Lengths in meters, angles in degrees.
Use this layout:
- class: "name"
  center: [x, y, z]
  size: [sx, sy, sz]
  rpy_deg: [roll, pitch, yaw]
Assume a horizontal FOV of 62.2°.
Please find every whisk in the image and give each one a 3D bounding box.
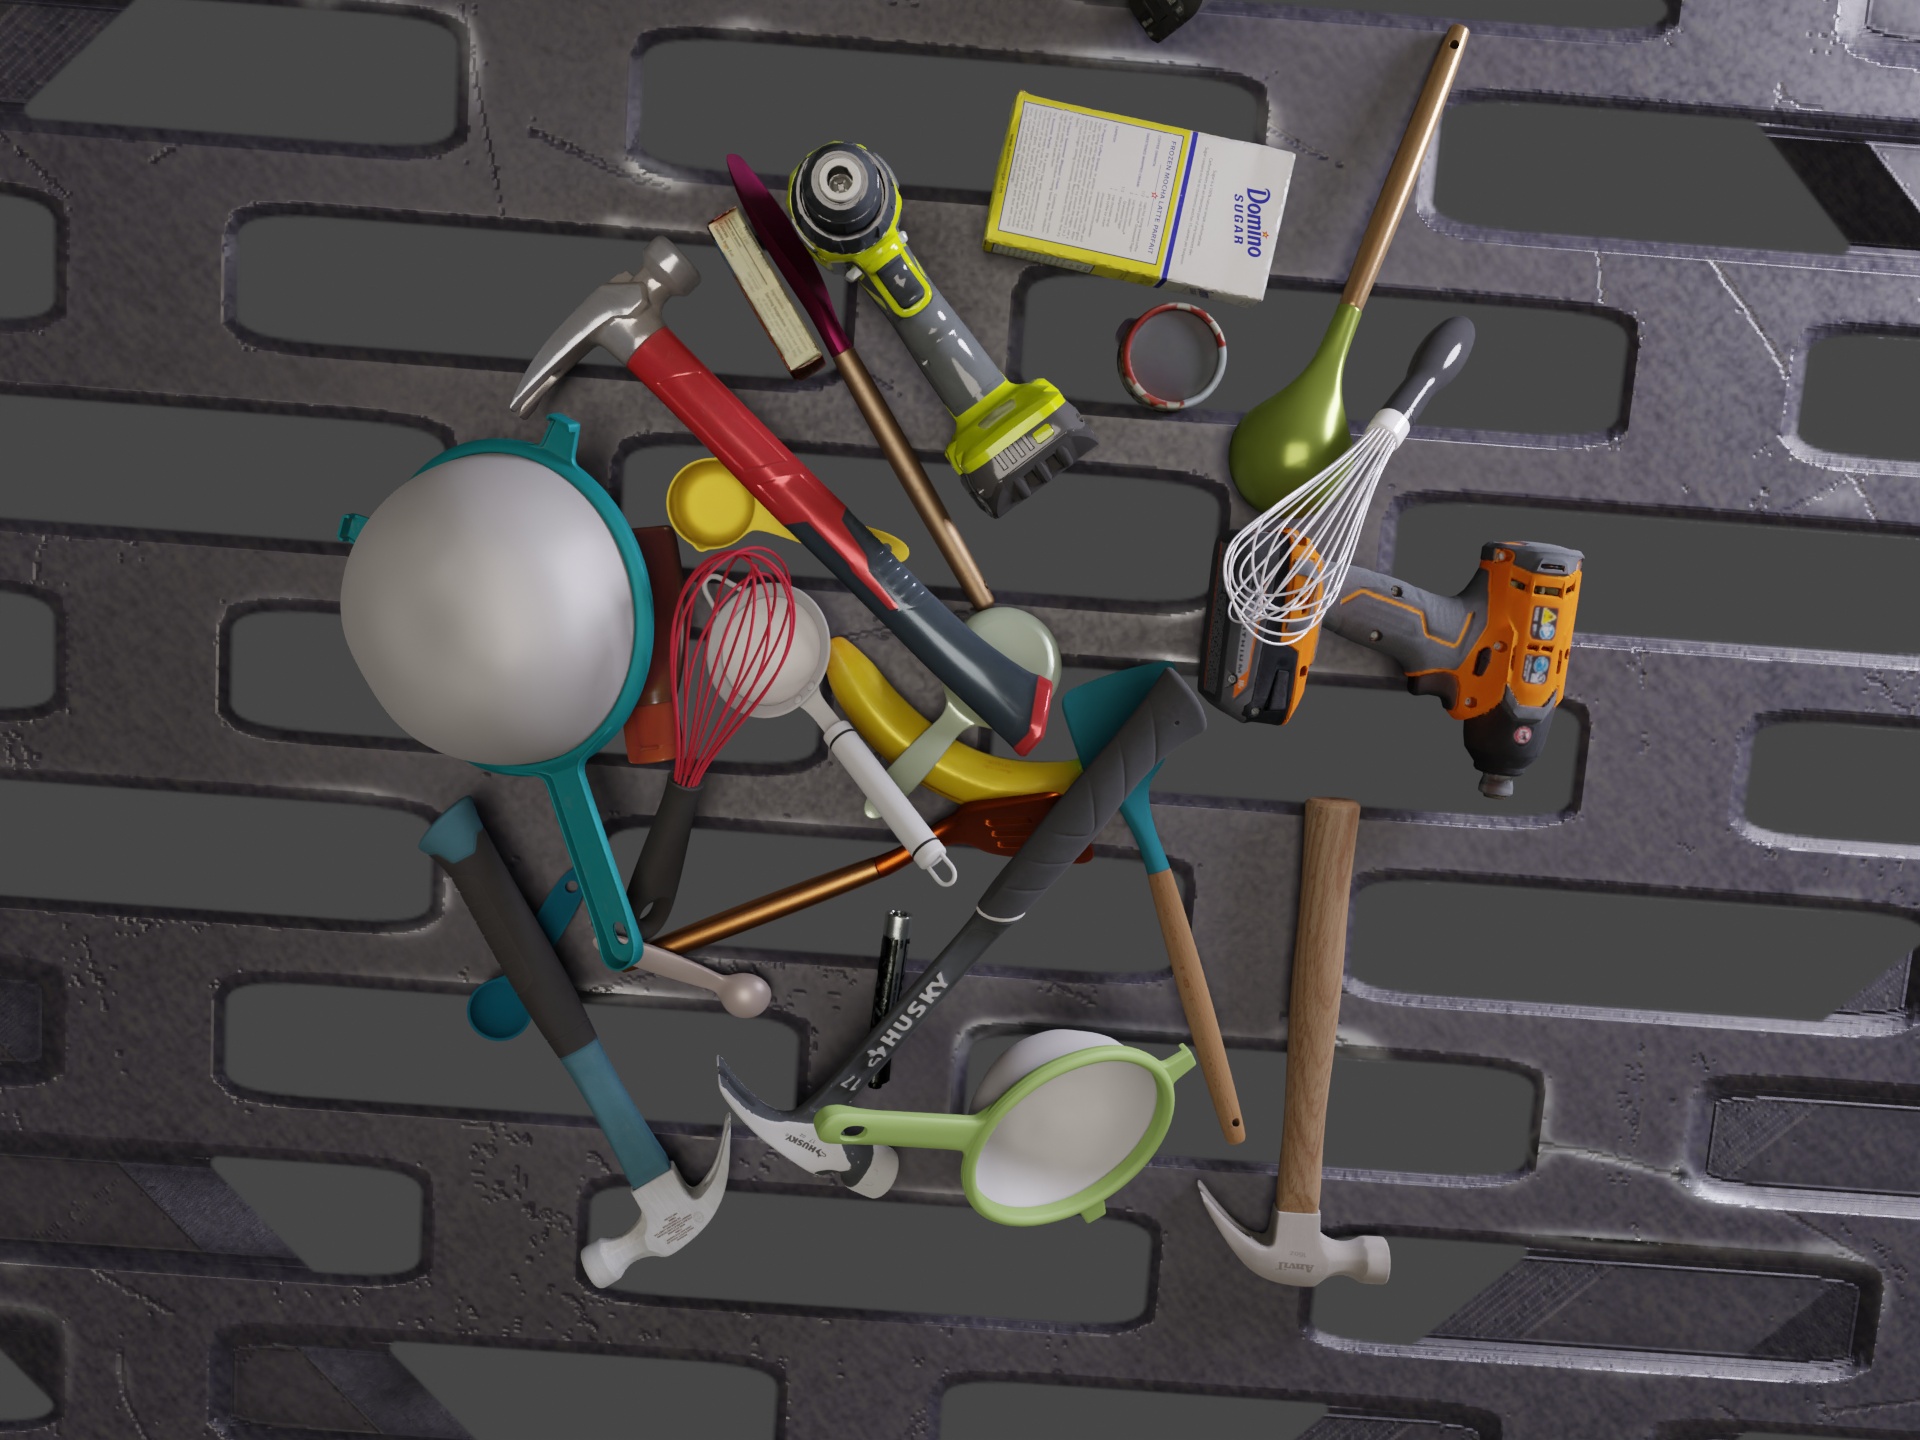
- class: "whisk"
  center: [0.240, -0.151, 0.947]
  size: [0.070, 0.070, 0.285]
  rpy_deg: [42, 64, -5]
- class: "whisk"
  center: [-0.166, 0.021, 0.987]
  size: [0.073, 0.073, 0.295]
  rpy_deg: [20, 117, -3]

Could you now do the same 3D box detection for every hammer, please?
- class: "hammer"
  center: [0.231, 0.215, 1.058]
  size: [0.130, 0.031, 0.331]
  rpy_deg: [3, 97, -1]
- class: "hammer"
  center: [-0.099, -0.113, 0.972]
  size: [0.143, 0.038, 0.386]
  rpy_deg: [-45, 87, 0]
- class: "hammer"
  center: [0.008, 0.129, 0.992]
  size: [0.149, 0.036, 0.409]
  rpy_deg: [33, 105, -25]
- class: "hammer"
  center: [-0.258, 0.202, 1.038]
  size: [0.128, 0.033, 0.331]
  rpy_deg: [-28, 99, -6]

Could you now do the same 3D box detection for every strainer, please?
- class: "strainer"
  center: [0.015, 0.243, 1.007]
  size: [0.256, 0.069, 0.151]
  rpy_deg: [12, 116, -31]
- class: "strainer"
  center: [-0.276, -0.002, 0.955]
  size: [0.211, 0.095, 0.340]
  rpy_deg: [-19, 91, 24]
- class: "strainer"
  center: [-0.079, 0.005, 0.987]
  size: [0.087, 0.050, 0.259]
  rpy_deg: [-44, 66, 11]

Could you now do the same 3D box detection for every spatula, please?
- class: "spatula"
  center: [0.138, 0.123, 1.028]
  size: [0.082, 0.044, 0.317]
  rpy_deg: [-17, 91, -18]
- class: "spatula"
  center: [-0.075, 0.111, 1.036]
  size: [0.322, 0.041, 0.080]
  rpy_deg: [-21, 138, 6]

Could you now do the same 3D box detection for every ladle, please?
- class: "ladle"
  center: [0.252, -0.279, 0.995]
  size: [0.078, 0.062, 0.320]
  rpy_deg: [21, 90, 6]

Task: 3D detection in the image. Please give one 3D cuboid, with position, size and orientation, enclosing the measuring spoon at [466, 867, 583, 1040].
- class: "measuring spoon"
  center: [-0.284, 0.153, 1.059]
  size: [0.042, 0.021, 0.128]
  rpy_deg: [31, 87, -11]

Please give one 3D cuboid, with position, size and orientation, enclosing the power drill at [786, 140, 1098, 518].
- class: "power drill"
  center: [-0.019, -0.232, 0.923]
  size: [0.080, 0.191, 0.228]
  rpy_deg: [-37, 100, 4]

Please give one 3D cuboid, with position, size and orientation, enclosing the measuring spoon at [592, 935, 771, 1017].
- class: "measuring spoon"
  center: [-0.183, 0.169, 1.043]
  size: [0.124, 0.018, 0.034]
  rpy_deg: [23, 120, -14]

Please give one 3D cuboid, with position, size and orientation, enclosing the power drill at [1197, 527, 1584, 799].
- class: "power drill"
  center: [0.270, -0.038, 1.002]
  size: [0.226, 0.084, 0.164]
  rpy_deg: [5, 98, -5]

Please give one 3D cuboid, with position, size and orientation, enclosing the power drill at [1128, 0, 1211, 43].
- class: "power drill"
  center: [0.084, -0.510, 0.905]
  size: [0.080, 0.171, 0.223]
  rpy_deg: [-38, 104, 5]

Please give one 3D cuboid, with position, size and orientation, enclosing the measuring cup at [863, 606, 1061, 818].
- class: "measuring cup"
  center: [-0.002, -0.003, 0.996]
  size: [0.083, 0.038, 0.167]
  rpy_deg: [42, 72, 1]

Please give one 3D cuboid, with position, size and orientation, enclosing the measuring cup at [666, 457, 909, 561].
- class: "measuring cup"
  center: [-0.109, -0.126, 1.016]
  size: [0.156, 0.029, 0.062]
  rpy_deg: [14, 97, -5]

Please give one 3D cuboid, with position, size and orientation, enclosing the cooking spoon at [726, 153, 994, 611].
- class: "cooking spoon"
  center: [-0.061, -0.207, 0.995]
  size: [0.017, 0.069, 0.318]
  rpy_deg: [-27, 102, 16]
